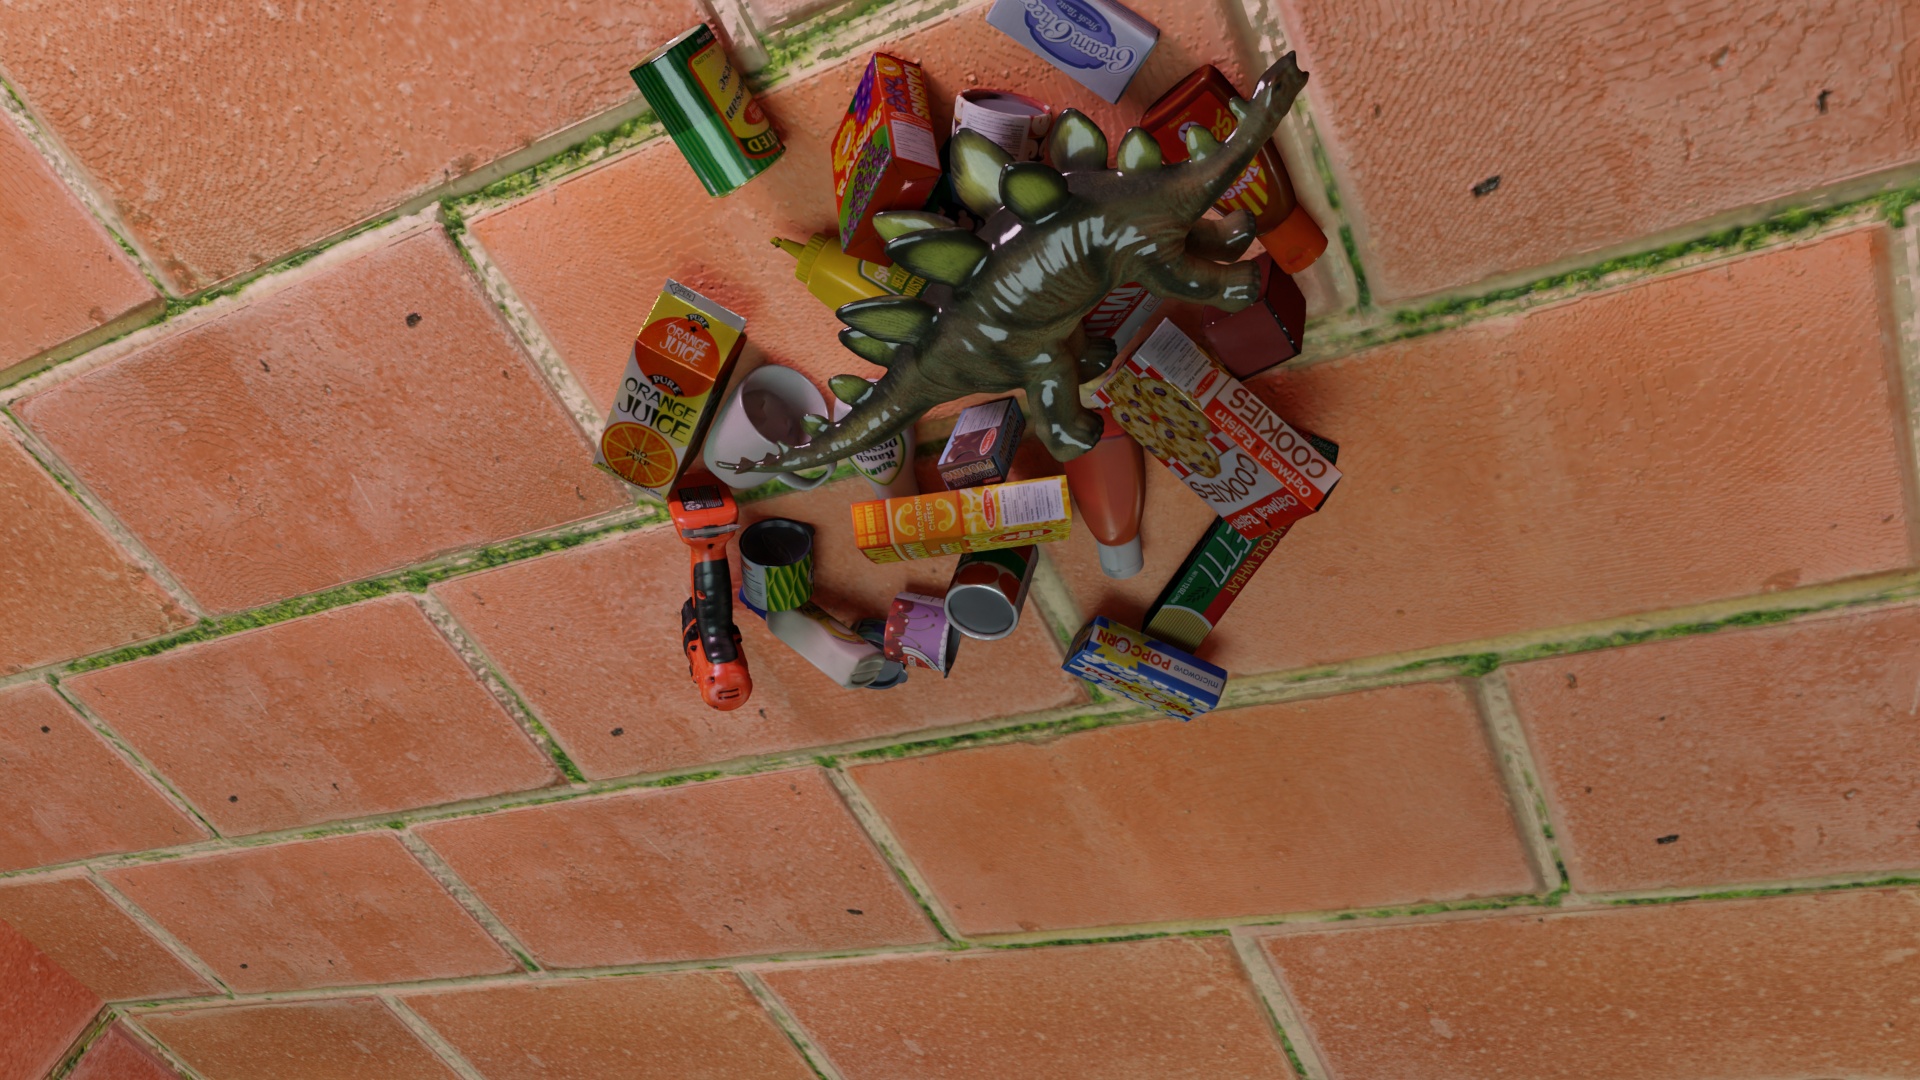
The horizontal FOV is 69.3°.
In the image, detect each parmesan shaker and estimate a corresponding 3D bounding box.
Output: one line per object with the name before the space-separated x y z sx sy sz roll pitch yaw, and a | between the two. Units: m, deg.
parmesan shaker | -0.180 -0.305 0.988 0.071 0.072 0.102 -17 122 29

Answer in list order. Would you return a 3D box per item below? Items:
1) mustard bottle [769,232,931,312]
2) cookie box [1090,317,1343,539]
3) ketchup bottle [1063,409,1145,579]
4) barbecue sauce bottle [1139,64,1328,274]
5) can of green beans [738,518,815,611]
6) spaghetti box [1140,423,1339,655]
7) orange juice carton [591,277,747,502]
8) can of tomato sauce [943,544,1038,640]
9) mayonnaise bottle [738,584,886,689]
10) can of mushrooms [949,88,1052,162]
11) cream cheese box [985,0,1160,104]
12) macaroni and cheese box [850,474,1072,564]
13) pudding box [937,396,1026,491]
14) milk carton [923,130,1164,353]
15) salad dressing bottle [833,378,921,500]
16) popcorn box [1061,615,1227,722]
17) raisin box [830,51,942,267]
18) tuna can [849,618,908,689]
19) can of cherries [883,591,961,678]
mustard bottle | -0.073 -0.194 1.052 0.160 0.066 0.048 26 136 1
cookie box | 0.183 -0.076 1.016 0.167 0.040 0.122 42 166 -1
ketchup bottle | 0.122 -0.035 1.132 0.065 0.044 0.148 5 130 24
barbecue sauce bottle | 0.190 -0.245 0.935 0.064 0.044 0.148 -32 113 34
can of green beans | -0.166 0.022 1.260 0.071 0.071 0.057 11 132 9
spaghetti box | 0.225 0.006 1.143 0.050 0.029 0.248 25 132 -4
orange juice carton | -0.237 -0.130 1.152 0.072 0.073 0.191 28 131 -6
can of tomato sauce | 0.025 0.035 1.195 0.071 0.083 0.070 9 131 11
mayonnaise bottle | -0.140 0.081 1.281 0.148 0.065 0.041 34 104 22
can of mushrooms | 0.028 -0.282 0.943 0.071 0.071 0.033 14 121 7
cream cheese box | 0.074 -0.337 0.909 0.104 0.024 0.053 31 132 -8
macaroni and cheese box | 0.004 -0.014 1.112 0.166 0.123 0.040 -8 83 2
pudding box | 0.017 -0.076 1.105 0.049 0.084 0.030 -11 124 25
milk carton | 0.053 -0.206 0.992 0.190 0.074 0.072 32 131 -9
salad dressing bottle | -0.061 -0.064 1.168 0.064 0.044 0.147 -8 128 15
popcorn box | 0.161 0.115 1.224 0.127 0.038 0.085 24 163 -2
raisin box | -0.052 -0.261 0.946 0.040 0.124 0.085 11 137 -24
tuna can | -0.079 0.109 1.325 0.071 0.033 0.070 9 131 11
can of cherries | -0.034 0.086 1.266 0.058 0.072 0.071 10 131 10
